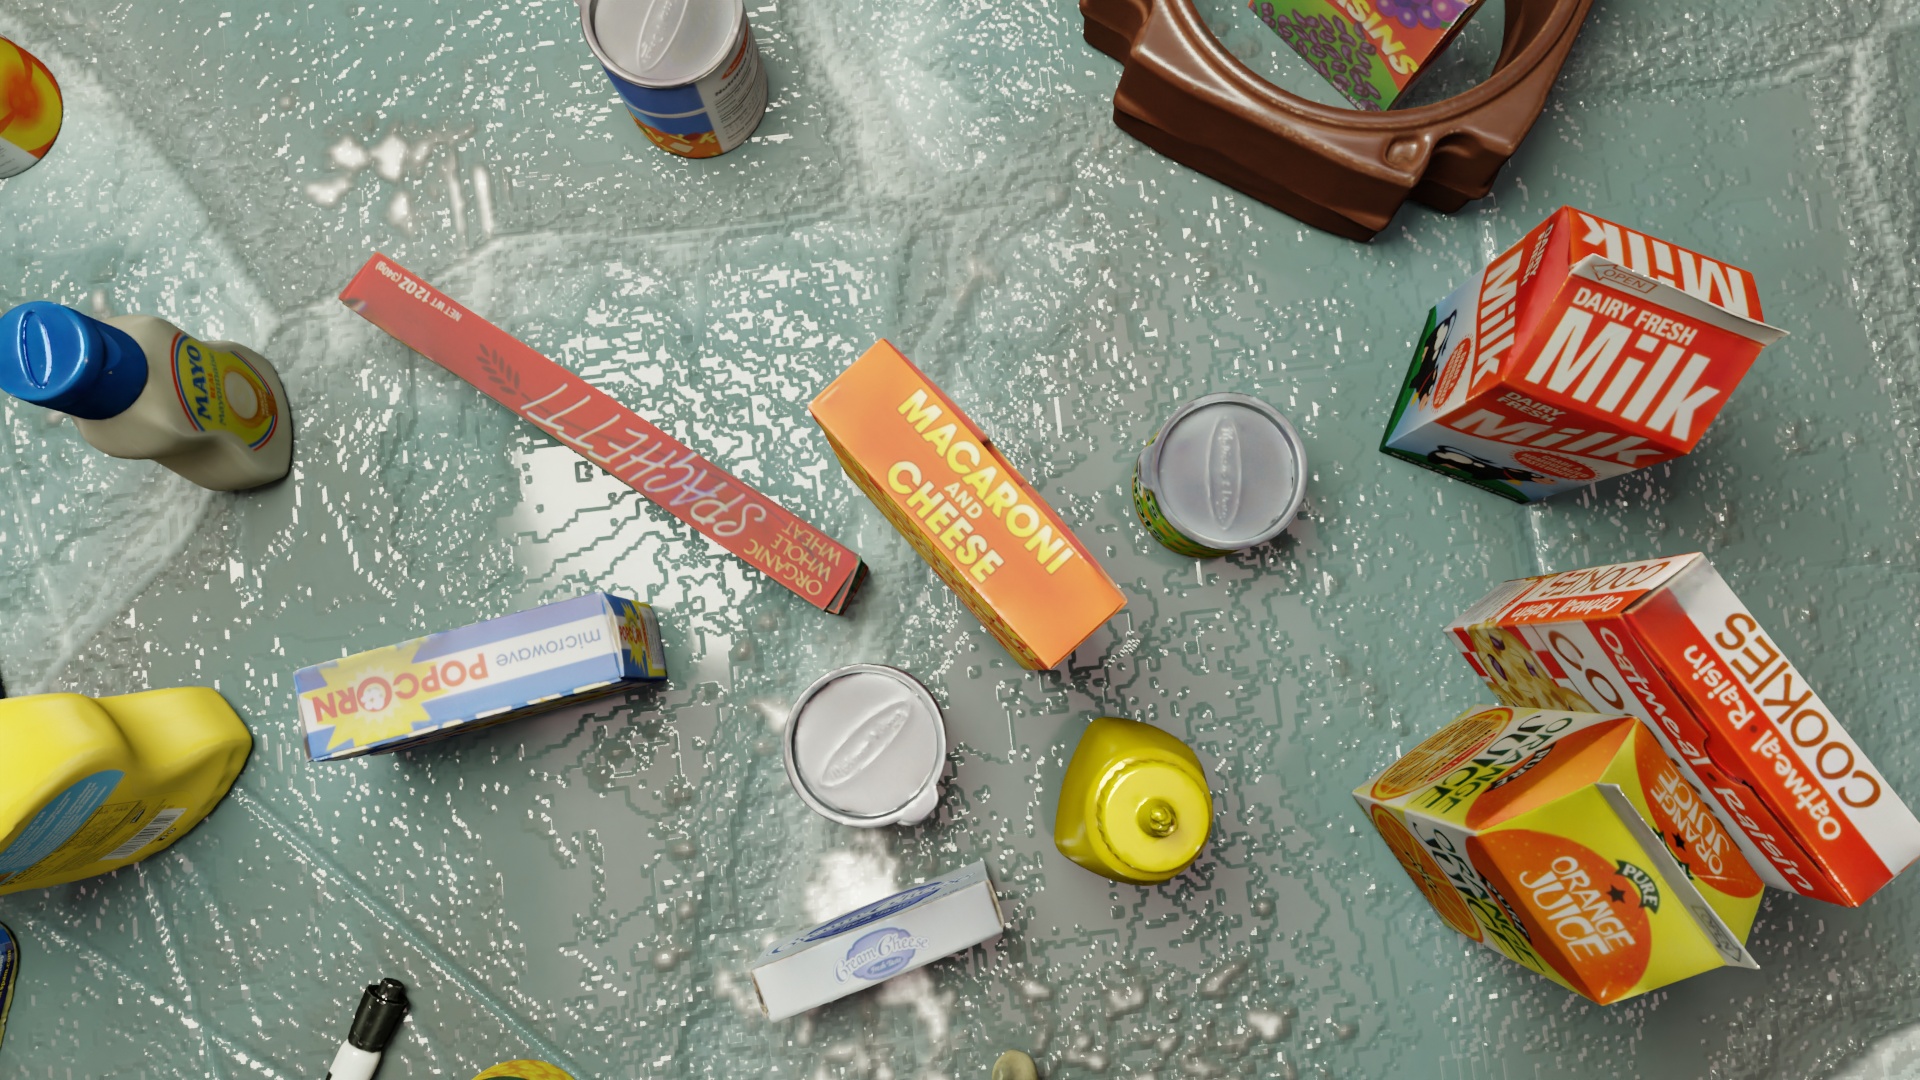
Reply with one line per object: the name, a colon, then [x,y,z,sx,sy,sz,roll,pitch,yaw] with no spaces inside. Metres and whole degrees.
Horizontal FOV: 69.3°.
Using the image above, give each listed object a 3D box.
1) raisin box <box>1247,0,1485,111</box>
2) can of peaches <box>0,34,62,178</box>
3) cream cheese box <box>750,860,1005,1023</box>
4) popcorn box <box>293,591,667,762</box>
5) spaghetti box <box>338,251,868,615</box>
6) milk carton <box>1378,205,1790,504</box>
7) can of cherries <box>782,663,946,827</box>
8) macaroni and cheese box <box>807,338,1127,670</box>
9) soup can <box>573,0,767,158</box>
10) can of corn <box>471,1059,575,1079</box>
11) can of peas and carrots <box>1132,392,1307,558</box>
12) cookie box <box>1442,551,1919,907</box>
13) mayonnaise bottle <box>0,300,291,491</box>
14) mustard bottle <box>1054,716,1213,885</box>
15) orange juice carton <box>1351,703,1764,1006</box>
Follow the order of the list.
raisin box: [0.177,-0.240,0.592,0.040,0.123,0.086,-44,87,-4]
can of peaches: [-0.445,-0.202,0.612,0.071,0.058,0.071,0,84,-1]
cream cheese box: [-0.033,0.167,0.582,0.104,0.053,0.024,-21,85,-3]
popcorn box: [-0.193,0.056,0.575,0.127,0.085,0.038,-15,85,-2]
spaghetti box: [-0.150,-0.044,0.604,0.250,0.050,0.029,32,85,2]
milk carton: [0.235,-0.070,0.541,0.072,0.190,0.073,21,85,1]
can of cherries: [-0.038,0.087,0.588,0.071,0.058,0.071,0,84,-1]
macaroni and cheese box: [0.002,-0.007,0.544,0.040,0.166,0.124,-42,86,-4]
soup can: [-0.124,-0.213,0.605,0.071,0.083,0.071,0,85,-1]
can of corn: [-0.186,0.251,0.569,0.071,0.058,0.071,0,84,-1]
can of peas and carrots: [0.108,-0.026,0.601,0.071,0.058,0.071,0,84,-1]
cookie box: [0.268,0.070,0.539,0.040,0.167,0.123,-37,86,-4]
mayonnaise bottle: [-0.320,-0.059,0.554,0.041,0.148,0.065,-12,85,-2]
mustard bottle: [0.068,0.103,0.536,0.049,0.160,0.065,17,85,1]
orange juice carton: [0.222,0.112,0.522,0.073,0.192,0.072,-35,86,-4]
